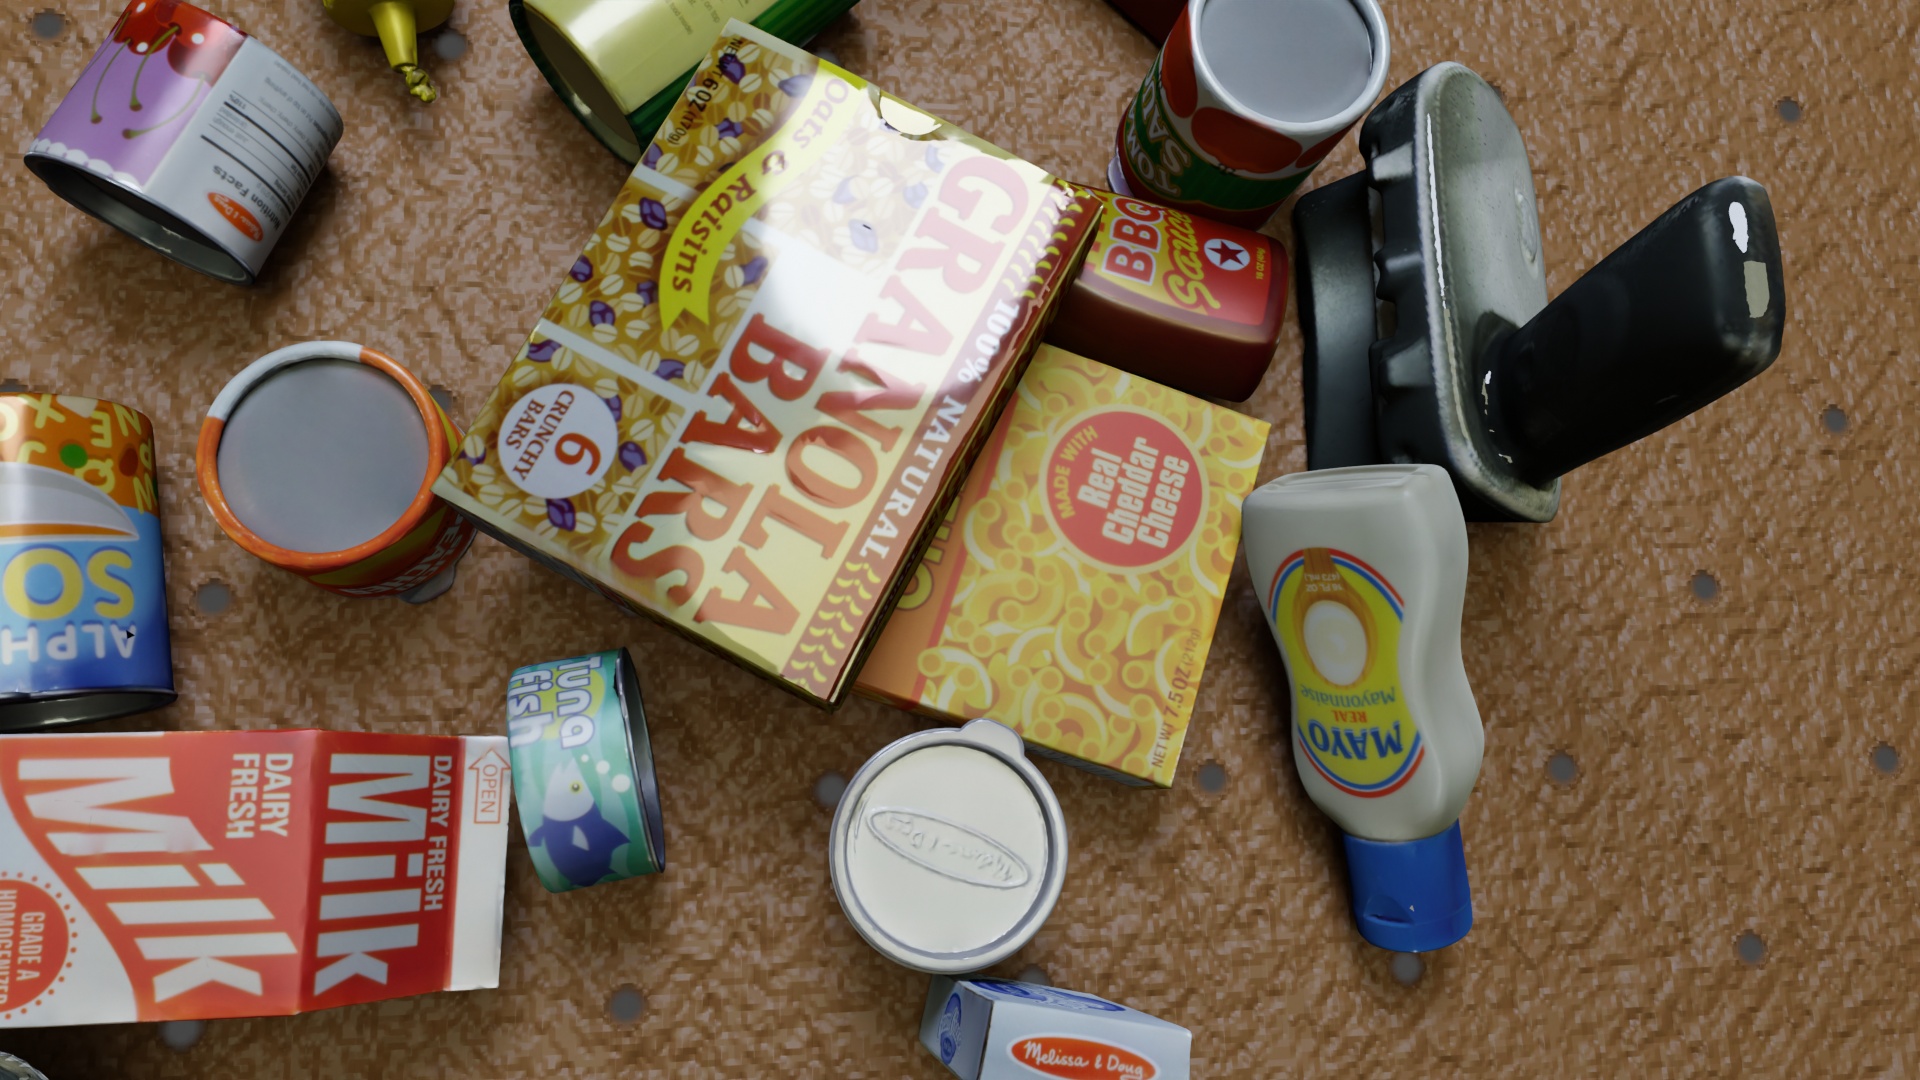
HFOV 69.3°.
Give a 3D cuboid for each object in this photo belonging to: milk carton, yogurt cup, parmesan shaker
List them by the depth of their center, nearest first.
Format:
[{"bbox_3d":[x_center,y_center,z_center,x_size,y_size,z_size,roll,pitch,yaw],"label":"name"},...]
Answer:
[{"bbox_3d":[-0.221,0.088,0.373,0.191,0.073,0.072,1,79,-9],"label":"milk carton"},{"bbox_3d":[-0.006,0.091,0.415,0.072,0.054,0.072,2,79,-8],"label":"yogurt cup"},{"bbox_3d":[-0.086,-0.179,0.449,0.103,0.071,0.071,-43,88,-13],"label":"parmesan shaker"}]

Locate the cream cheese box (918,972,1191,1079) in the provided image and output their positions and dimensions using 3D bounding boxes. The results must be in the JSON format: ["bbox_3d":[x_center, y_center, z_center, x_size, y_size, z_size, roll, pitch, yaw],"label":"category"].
[{"bbox_3d":[0.023,0.138,0.385,0.053,0.103,0.024,12,75,-7],"label":"cream cheese box"}]

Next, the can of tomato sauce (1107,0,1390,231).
[{"bbox_3d":[0.092,-0.145,0.460,0.071,0.083,0.071,2,79,-9],"label":"can of tomato sauce"}]

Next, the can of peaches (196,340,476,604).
[{"bbox_3d":[-0.178,-0.017,0.408,0.071,0.058,0.071,2,79,-8],"label":"can of peaches"}]

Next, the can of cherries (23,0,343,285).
[{"bbox_3d":[-0.232,-0.119,0.416,0.071,0.071,0.058,24,77,-3],"label":"can of cherries"}]

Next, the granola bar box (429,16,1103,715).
[{"bbox_3d":[-0.051,-0.052,0.400,0.124,0.039,0.166,27,78,4],"label":"granola bar box"}]

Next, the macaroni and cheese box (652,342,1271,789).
[{"bbox_3d":[0.002,-0.006,0.442,0.166,0.040,0.124,19,76,-5],"label":"macaroni and cheese box"}]

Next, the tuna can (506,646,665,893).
[{"bbox_3d":[-0.106,0.064,0.397,0.033,0.071,0.071,-10,81,-10],"label":"tuna can"}]

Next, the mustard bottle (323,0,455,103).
[{"bbox_3d":[-0.192,-0.216,0.442,0.049,0.065,0.160,-13,85,-15],"label":"mustard bottle"}]

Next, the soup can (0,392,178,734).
[{"bbox_3d":[-0.258,0.007,0.384,0.071,0.071,0.084,-9,81,-10],"label":"soup can"}]

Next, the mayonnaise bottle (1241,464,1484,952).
[{"bbox_3d":[0.129,0.052,0.429,0.041,0.064,0.147,-23,104,-46],"label":"mayonnaise bottle"}]

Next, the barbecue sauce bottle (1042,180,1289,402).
[{"bbox_3d":[0.031,-0.093,0.458,0.148,0.043,0.065,16,48,-3],"label":"barbecue sauce bottle"}]
